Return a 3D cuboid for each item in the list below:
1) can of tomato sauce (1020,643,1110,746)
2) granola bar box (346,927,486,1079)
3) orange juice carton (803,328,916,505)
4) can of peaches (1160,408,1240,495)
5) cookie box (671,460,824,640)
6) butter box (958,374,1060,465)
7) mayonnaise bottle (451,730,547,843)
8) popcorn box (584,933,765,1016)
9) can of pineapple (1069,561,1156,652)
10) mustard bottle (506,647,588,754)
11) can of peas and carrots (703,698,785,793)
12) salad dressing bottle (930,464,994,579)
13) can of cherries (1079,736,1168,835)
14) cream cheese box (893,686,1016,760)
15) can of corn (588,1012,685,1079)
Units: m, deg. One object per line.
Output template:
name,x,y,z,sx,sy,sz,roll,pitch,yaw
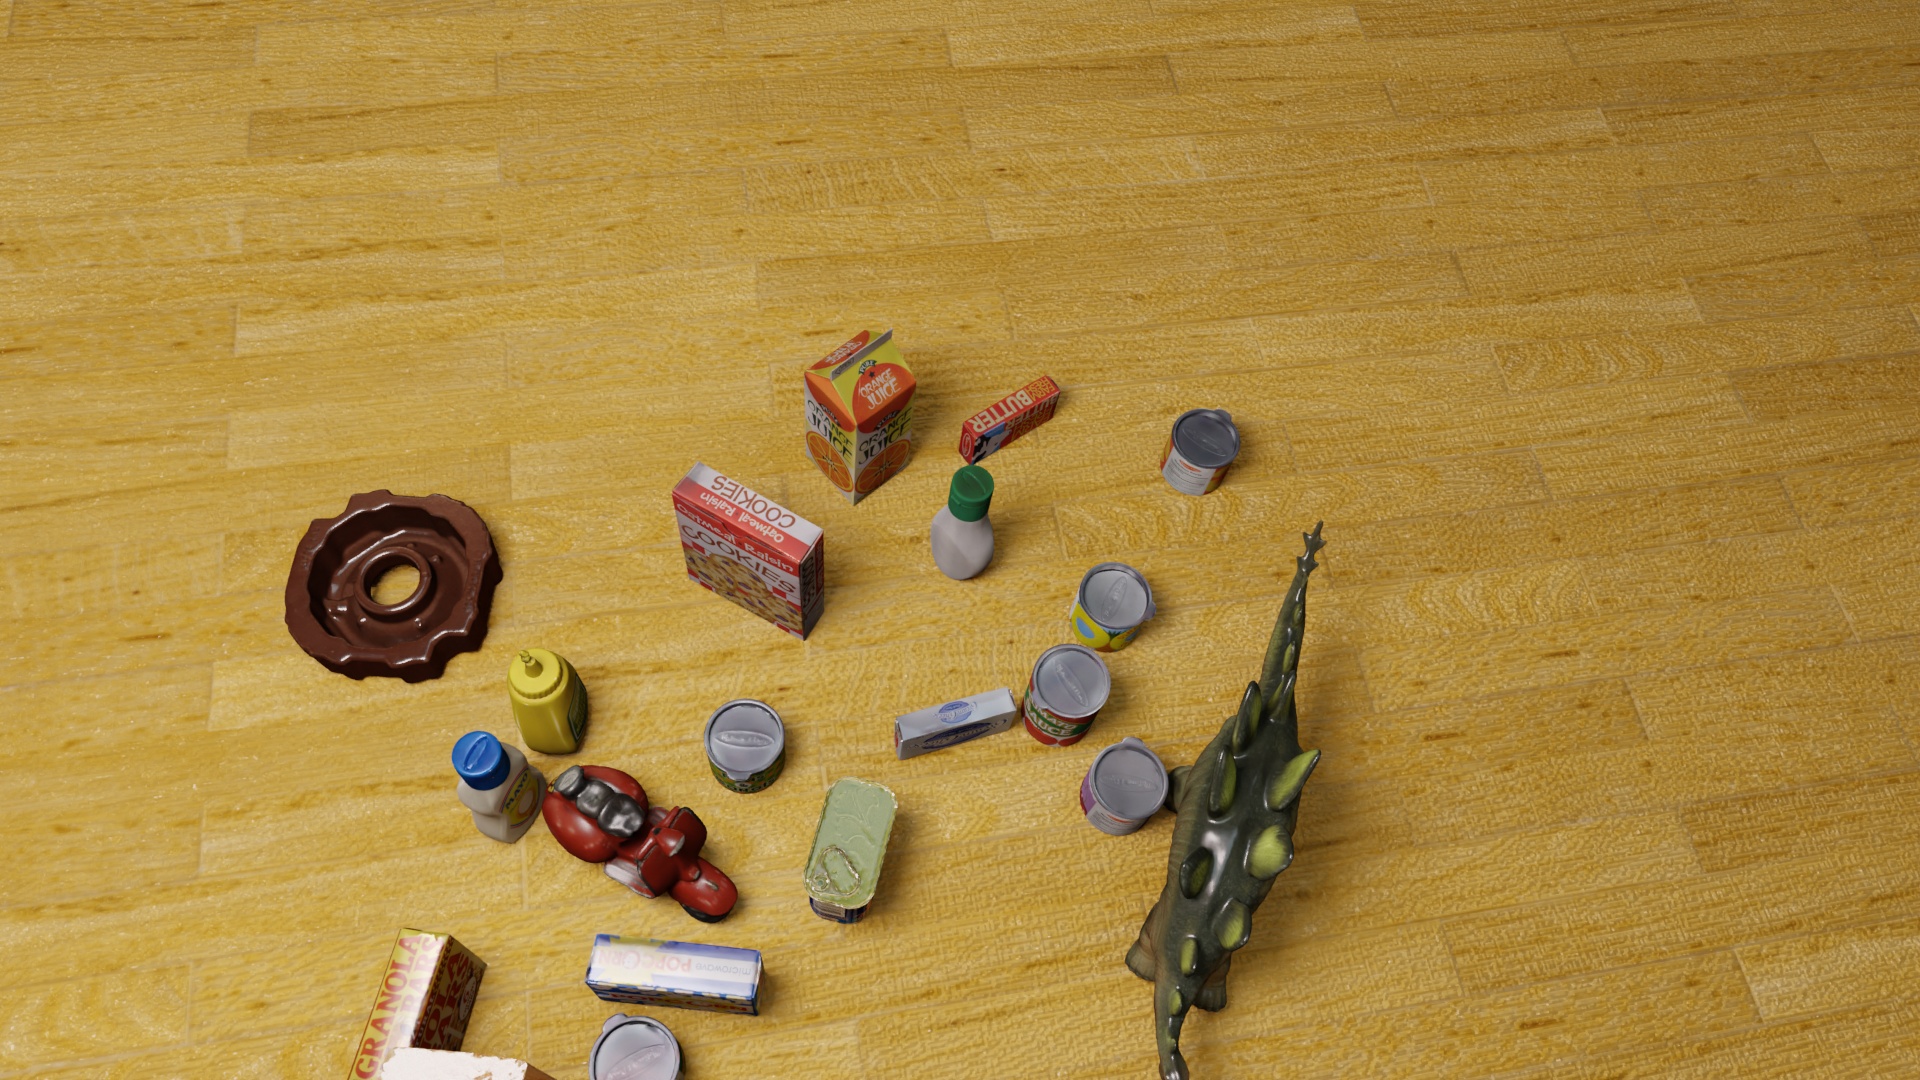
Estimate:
can of tomato sauce,0.088,0.136,1.197,0.071,0.082,0.071,2,63,-4
granola bar box,-0.400,0.375,1.003,0.039,0.123,0.166,11,63,0
orange juice carton,-0.091,-0.118,1.246,0.072,0.191,0.073,-38,73,-21
can of peaches,0.231,-0.086,1.338,0.071,0.057,0.071,2,63,-5
cookie box,-0.178,0.013,1.185,0.123,0.166,0.040,28,64,8
butter box,0.047,-0.116,1.337,0.104,0.053,0.024,-31,70,-19
mayonnaise bottle,-0.363,0.190,1.088,0.041,0.147,0.065,23,64,6
popcorn box,-0.215,0.334,1.065,0.127,0.085,0.038,7,63,-2
can of pineapple,0.136,0.062,1.253,0.071,0.057,0.071,2,63,-5
mustard bottle,-0.334,0.124,1.118,0.049,0.159,0.065,4,63,-4
can of peas and carrots,-0.180,0.175,1.164,0.071,0.058,0.071,2,63,-5
salad dressing bottle,0.004,-0.015,1.229,0.044,0.147,0.064,-36,72,-20
can of cherries,0.139,0.209,1.179,0.071,0.058,0.072,2,63,-5
cream cheese box,-0.006,0.157,1.193,0.104,0.053,0.024,-14,66,-12
can of corn,-0.243,0.394,1.046,0.071,0.058,0.071,2,63,-5
